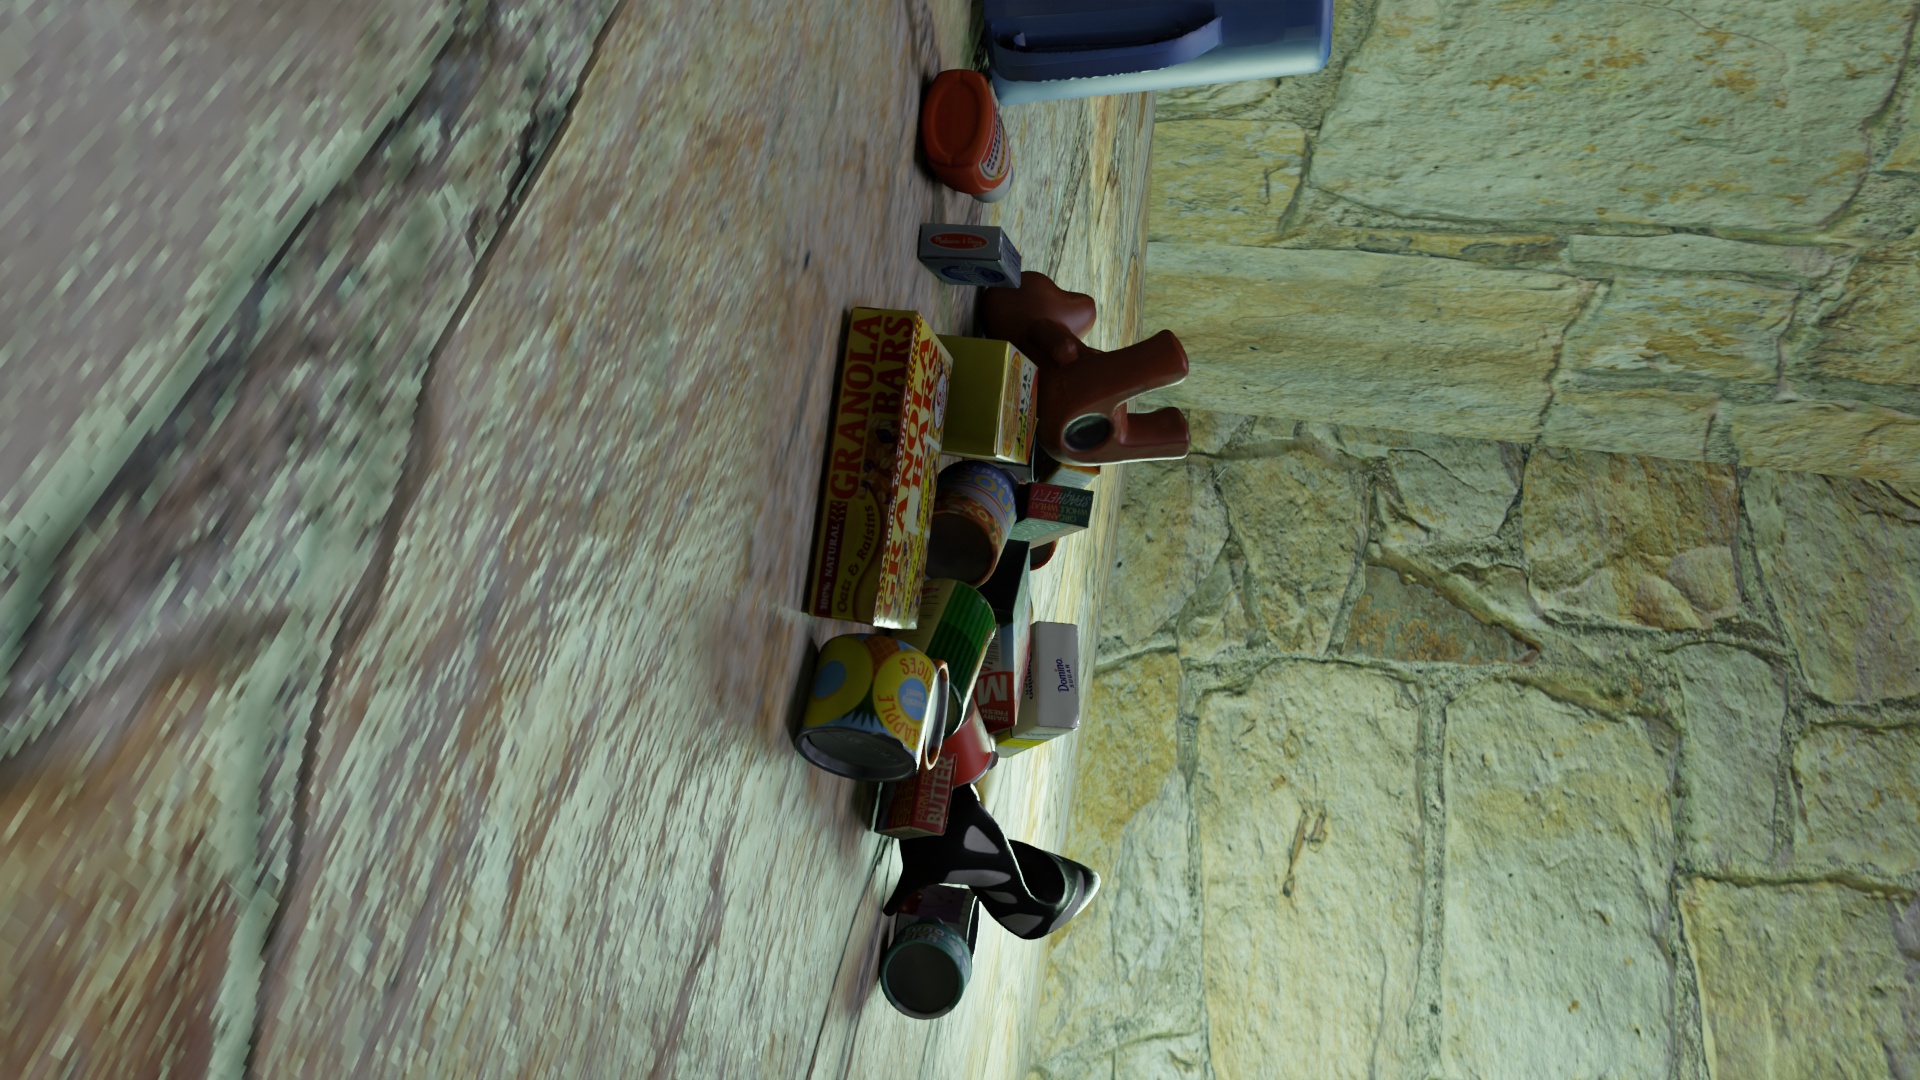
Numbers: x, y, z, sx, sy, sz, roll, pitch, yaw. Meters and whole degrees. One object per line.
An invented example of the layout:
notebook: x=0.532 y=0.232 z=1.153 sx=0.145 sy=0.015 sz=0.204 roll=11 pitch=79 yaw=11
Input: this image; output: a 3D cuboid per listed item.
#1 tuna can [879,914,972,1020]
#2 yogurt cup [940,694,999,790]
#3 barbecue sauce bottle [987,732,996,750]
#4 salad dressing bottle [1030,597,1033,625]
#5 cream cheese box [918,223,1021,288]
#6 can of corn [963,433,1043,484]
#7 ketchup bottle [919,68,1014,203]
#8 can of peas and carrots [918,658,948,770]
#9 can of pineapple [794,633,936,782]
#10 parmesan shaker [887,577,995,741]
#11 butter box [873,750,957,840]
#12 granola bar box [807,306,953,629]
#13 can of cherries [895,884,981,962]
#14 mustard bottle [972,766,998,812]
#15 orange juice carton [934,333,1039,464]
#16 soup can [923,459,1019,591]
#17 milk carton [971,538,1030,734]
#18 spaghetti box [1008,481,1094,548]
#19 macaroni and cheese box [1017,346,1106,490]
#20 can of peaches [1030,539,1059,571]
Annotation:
tuna can: x=-0.026 y=0.322 z=1.047 sx=0.033 sy=0.071 sz=0.071 roll=-36 pitch=132 yaw=-77
yogurt cup: x=-0.013 y=0.140 z=1.007 sx=0.073 sy=0.072 sz=0.053 roll=-72 pitch=157 yaw=-50
barbecue sauce bottle: x=0.014 y=0.128 z=1.214 sx=0.065 sy=0.044 sz=0.148 roll=172 pitch=-76 yaw=-87
salad dressing bottle: x=0.043 y=0.056 z=1.335 sx=0.147 sy=0.044 sz=0.064 roll=68 pitch=31 yaw=-70
cream cheese box: x=0.009 y=-0.189 z=0.926 sx=0.104 sy=0.053 sz=0.024 roll=-5 pitch=100 yaw=-81
can of corn: x=0.038 y=-0.084 z=1.157 sx=0.071 sy=0.058 sz=0.071 roll=5 pitch=92 yaw=-80
ketchup bottle: x=0.008 y=-0.255 z=0.907 sx=0.149 sy=0.043 sz=0.064 roll=-4 pitch=101 yaw=-81
can of peas and carrots: x=-0.042 y=0.099 z=0.815 sx=0.071 sy=0.059 sz=0.071 roll=4 pitch=92 yaw=-81
can of pineapple: x=-0.048 y=0.089 z=0.740 sx=0.070 sy=0.071 sz=0.058 roll=82 pitch=17 yaw=-57
parmesan shaker: x=-0.021 y=0.080 z=0.913 sx=0.103 sy=0.071 sz=0.071 roll=-67 pitch=161 yaw=-58
butter box: x=-0.031 y=0.169 z=0.920 sx=0.103 sy=0.024 sz=0.053 roll=141 pitch=-39 yaw=-68
granola bar box: x=-0.042 y=-0.035 z=0.776 sx=0.124 sy=0.039 sz=0.165 roll=30 pitch=67 yaw=-80
can of cherries: x=-0.017 y=0.308 z=1.114 sx=0.071 sy=0.058 sz=0.071 roll=4 pitch=92 yaw=-80
mustard bottle: x=-0.005 y=0.208 z=1.114 sx=0.159 sy=0.065 sz=0.049 roll=93 pitch=15 yaw=-57
orange juice carton: x=0.008 y=-0.092 z=0.936 sx=0.193 sy=0.072 sz=0.073 roll=-7 pitch=104 yaw=-80
soup can: x=0.003 y=-0.012 z=0.970 sx=0.084 sy=0.071 sz=0.071 roll=-65 pitch=159 yaw=-62
milk carton: x=0.014 y=0.083 z=1.093 sx=0.189 sy=0.073 sz=0.073 roll=87 pitch=14 yaw=-48
spaghetti box: x=0.053 y=-0.016 z=1.110 sx=0.249 sy=0.050 sz=0.028 roll=153 pitch=-55 yaw=-80
macaroni and cheese box: x=0.079 y=-0.081 z=1.243 sx=0.165 sy=0.040 sz=0.124 roll=131 pitch=-30 yaw=-60
can of peaches: x=0.065 y=-0.009 z=1.349 sx=0.058 sy=0.071 sz=0.071 roll=-65 pitch=160 yaw=-61
